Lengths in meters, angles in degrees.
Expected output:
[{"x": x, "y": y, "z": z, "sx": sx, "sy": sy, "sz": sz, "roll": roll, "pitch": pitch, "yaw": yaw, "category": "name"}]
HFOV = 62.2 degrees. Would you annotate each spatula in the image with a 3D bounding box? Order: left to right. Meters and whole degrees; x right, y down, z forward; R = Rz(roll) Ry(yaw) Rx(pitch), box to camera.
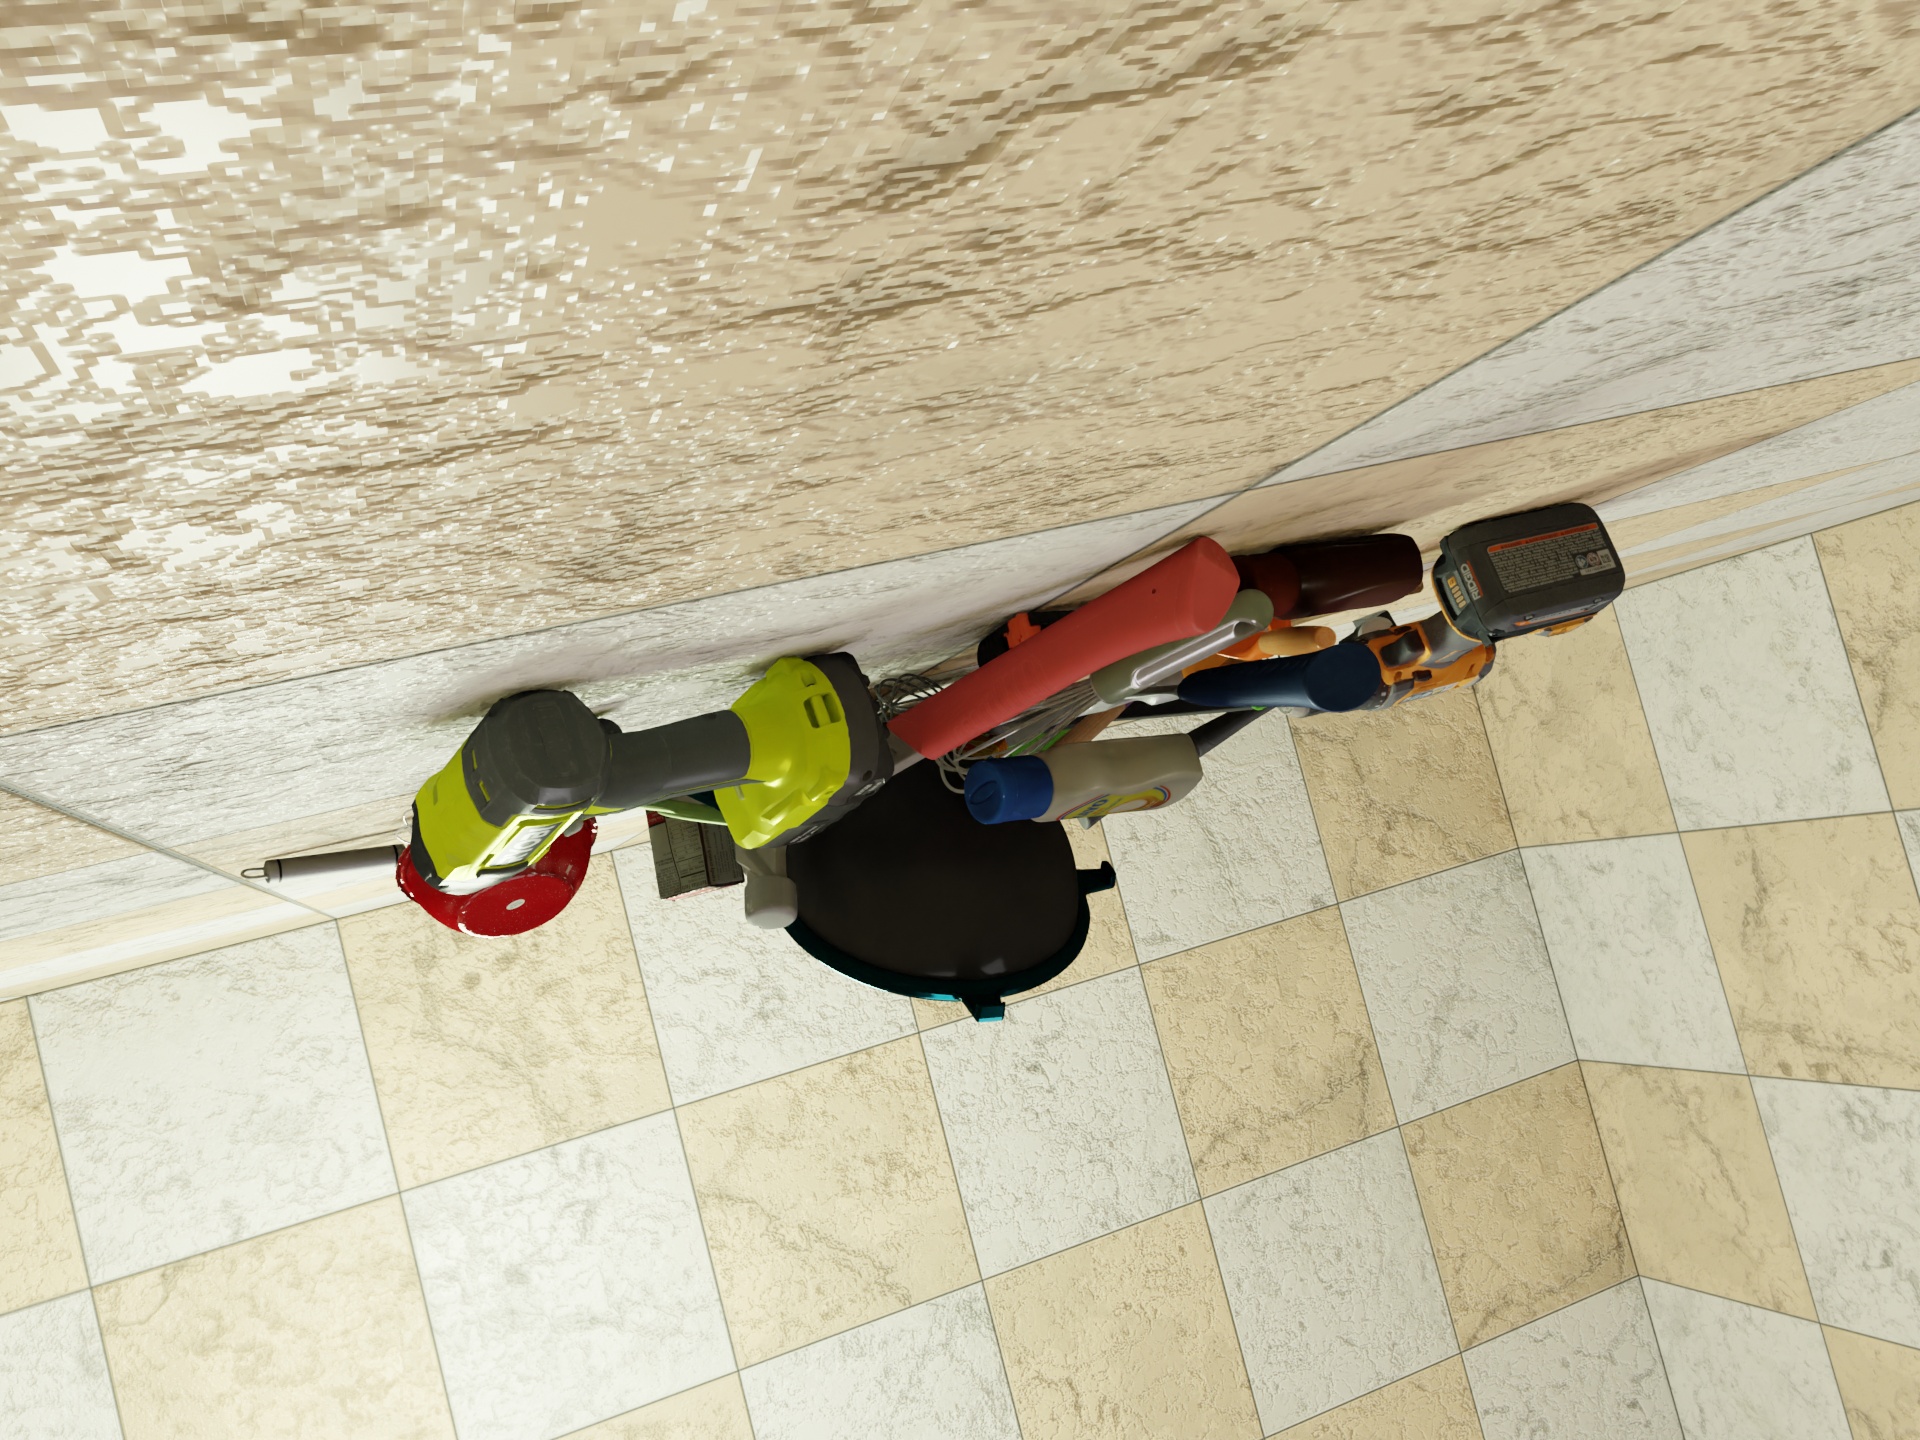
[{"x": 0.110, "y": -0.002, "z": 1.270, "sx": 0.060, "sy": 0.018, "sz": 0.316, "roll": -5, "pitch": -156, "yaw": 43, "category": "spatula"}, {"x": 0.202, "y": -0.060, "z": 1.029, "sx": 0.081, "sy": 0.041, "sz": 0.322, "roll": -8, "pitch": -178, "yaw": 2, "category": "spatula"}]

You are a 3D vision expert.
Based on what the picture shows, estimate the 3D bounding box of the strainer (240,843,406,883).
[{"x": -0.453, "y": 0.109, "z": 1.306, "sx": 0.258, "sy": 0.050, "sz": 0.087, "roll": -6, "pitch": -144, "yaw": -36, "category": "strainer"}]

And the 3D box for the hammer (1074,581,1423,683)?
[{"x": 0.191, "y": -0.067, "z": 1.236, "sx": 0.331, "sy": 0.031, "sz": 0.130, "roll": -16, "pitch": 177, "yaw": 14, "category": "hammer"}]

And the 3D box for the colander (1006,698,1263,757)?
[{"x": 0.102, "y": 0.031, "z": 1.385, "sx": 0.397, "sy": 0.094, "sz": 0.204, "roll": -5, "pitch": -177, "yaw": 26, "category": "colander"}]

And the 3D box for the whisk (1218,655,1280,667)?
[{"x": 0.240, "y": -0.056, "z": 1.322, "sx": 0.047, "sy": 0.051, "sz": 0.245, "roll": -41, "pitch": 176, "yaw": 20, "category": "whisk"}]

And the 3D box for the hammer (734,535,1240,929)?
[{"x": -0.002, "y": -0.012, "z": 0.886, "sx": 0.359, "sy": 0.149, "sz": 0.036, "roll": -30, "pitch": 141, "yaw": 34, "category": "hammer"}]

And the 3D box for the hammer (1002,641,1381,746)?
[{"x": 0.137, "y": -0.017, "z": 0.985, "sx": 0.144, "sy": 0.035, "sz": 0.405, "roll": -15, "pitch": -177, "yaw": -13, "category": "hammer"}]

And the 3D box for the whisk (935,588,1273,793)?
[{"x": 0.077, "y": -0.017, "z": 0.923, "sx": 0.246, "sy": 0.059, "sz": 0.057, "roll": -27, "pitch": 138, "yaw": 36, "category": "whisk"}]

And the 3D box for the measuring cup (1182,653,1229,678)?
[{"x": 0.183, "y": -0.039, "z": 1.465, "sx": 0.173, "sy": 0.052, "sz": 0.095, "roll": -17, "pitch": 176, "yaw": 7, "category": "measuring cup"}]

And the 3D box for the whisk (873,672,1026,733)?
[{"x": -0.001, "y": -0.004, "z": 1.157, "sx": 0.055, "sy": 0.055, "sz": 0.239, "roll": -16, "pitch": 173, "yaw": 23, "category": "whisk"}]

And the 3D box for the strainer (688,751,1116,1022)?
[{"x": -0.069, "y": 0.055, "z": 1.036, "sx": 0.340, "sy": 0.095, "sz": 0.211, "roll": 22, "pitch": -149, "yaw": 19, "category": "strainer"}]

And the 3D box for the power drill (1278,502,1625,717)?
[{"x": 0.344, "y": -0.066, "z": 1.160, "sx": 0.185, "sy": 0.084, "sz": 0.226, "roll": -13, "pitch": 164, "yaw": -20, "category": "power drill"}]

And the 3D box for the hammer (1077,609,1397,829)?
[{"x": 0.239, "y": 0.002, "z": 1.413, "sx": 0.335, "sy": 0.035, "sz": 0.146, "roll": -33, "pitch": 177, "yaw": 16, "category": "hammer"}]

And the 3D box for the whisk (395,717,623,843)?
[{"x": -0.271, "y": 0.046, "z": 0.968, "sx": 0.070, "sy": 0.070, "sz": 0.284, "roll": -12, "pitch": 171, "yaw": -40, "category": "whisk"}]

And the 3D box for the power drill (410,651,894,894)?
[{"x": -0.162, "y": 0.032, "z": 0.818, "sx": 0.223, "sy": 0.080, "sz": 0.171, "roll": -9, "pitch": 162, "yaw": -39, "category": "power drill"}]

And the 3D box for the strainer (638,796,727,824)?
[{"x": -0.196, "y": 0.039, "z": 1.187, "sx": 0.256, "sy": 0.069, "sz": 0.151, "roll": 9, "pitch": 177, "yaw": -35, "category": "strainer"}]
